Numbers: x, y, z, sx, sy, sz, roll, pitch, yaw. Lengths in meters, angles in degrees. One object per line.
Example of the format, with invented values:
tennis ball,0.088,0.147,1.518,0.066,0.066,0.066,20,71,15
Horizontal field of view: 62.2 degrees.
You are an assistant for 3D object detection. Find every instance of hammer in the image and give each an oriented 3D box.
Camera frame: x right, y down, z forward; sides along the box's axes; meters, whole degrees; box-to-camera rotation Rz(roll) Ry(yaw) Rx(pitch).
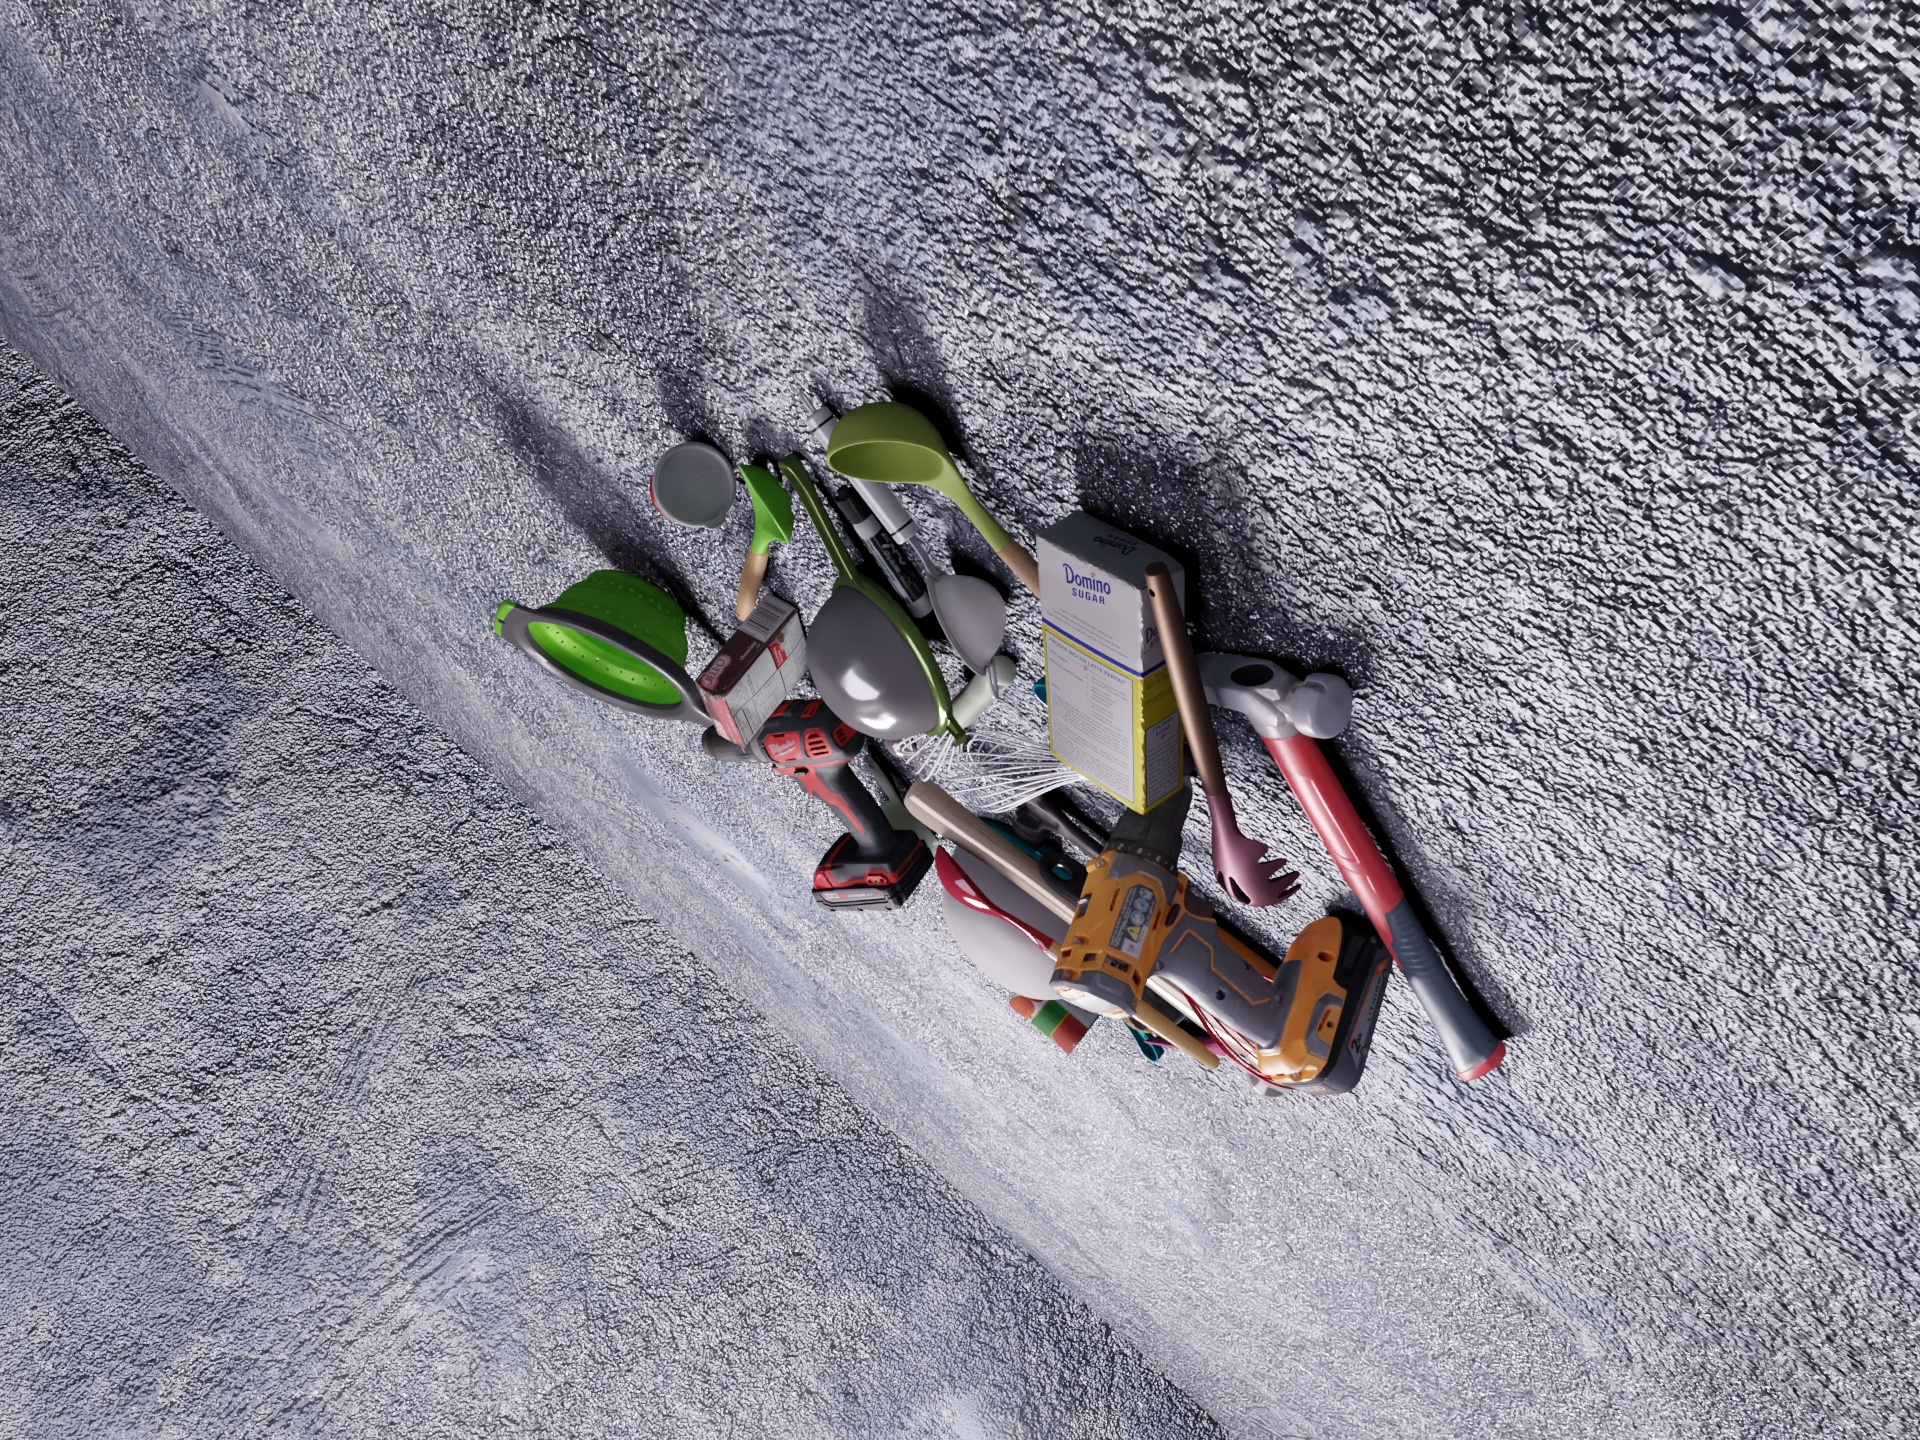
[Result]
hammer,0.185,0.160,1.304,0.337,0.034,0.127,38,159,10
hammer,0.119,0.174,1.353,0.411,0.038,0.146,36,162,14
hammer,0.263,0.107,1.061,0.143,0.038,0.386,13,145,53

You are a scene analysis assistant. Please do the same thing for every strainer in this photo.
strainer,-0.097,-0.080,1.232,0.152,0.069,0.256,23,144,57
strainer,-0.033,-0.127,1.118,0.258,0.050,0.087,52,-159,-12
strainer,0.088,0.245,1.546,0.211,0.095,0.340,7,139,55

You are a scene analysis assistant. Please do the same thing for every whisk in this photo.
whisk,0.077,0.035,1.185,0.070,0.070,0.285,50,153,-20
whisk,-0.002,-0.004,1.302,0.057,0.059,0.246,8,160,-15
whisk,0.172,0.191,1.258,0.296,0.073,0.073,36,159,30

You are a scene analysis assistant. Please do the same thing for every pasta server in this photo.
pasta server,0.159,0.019,0.992,0.060,0.040,0.315,27,151,40

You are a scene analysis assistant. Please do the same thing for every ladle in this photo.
ladle,0.100,0.214,1.408,0.315,0.031,0.069,36,-179,-1
ladle,0.040,-0.089,1.047,0.320,0.062,0.078,44,155,-13

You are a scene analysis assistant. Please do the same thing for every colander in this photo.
colander,-0.276,-0.052,1.641,0.397,0.094,0.204,28,158,-13

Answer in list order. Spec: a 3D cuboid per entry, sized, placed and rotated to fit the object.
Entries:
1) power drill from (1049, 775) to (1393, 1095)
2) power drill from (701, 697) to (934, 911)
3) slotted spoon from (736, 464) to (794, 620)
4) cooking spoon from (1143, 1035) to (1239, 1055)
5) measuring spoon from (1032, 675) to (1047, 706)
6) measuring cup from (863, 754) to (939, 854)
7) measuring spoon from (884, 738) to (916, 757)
power drill,0.191,0.149,1.135,0.226,0.185,0.084,25,159,-10
power drill,-0.144,0.079,1.569,0.188,0.080,0.226,-6,122,37
slotted spoon,-0.174,-0.140,1.352,0.070,0.031,0.313,57,162,6
cooking spoon,0.259,0.295,1.447,0.068,0.017,0.319,15,165,-19
measuring spoon,0.085,-0.003,1.195,0.042,0.021,0.128,22,162,24
measuring cup,-0.077,0.096,1.619,0.083,0.038,0.167,26,156,35
measuring spoon,-0.090,-0.008,1.474,0.124,0.018,0.034,45,159,-5
